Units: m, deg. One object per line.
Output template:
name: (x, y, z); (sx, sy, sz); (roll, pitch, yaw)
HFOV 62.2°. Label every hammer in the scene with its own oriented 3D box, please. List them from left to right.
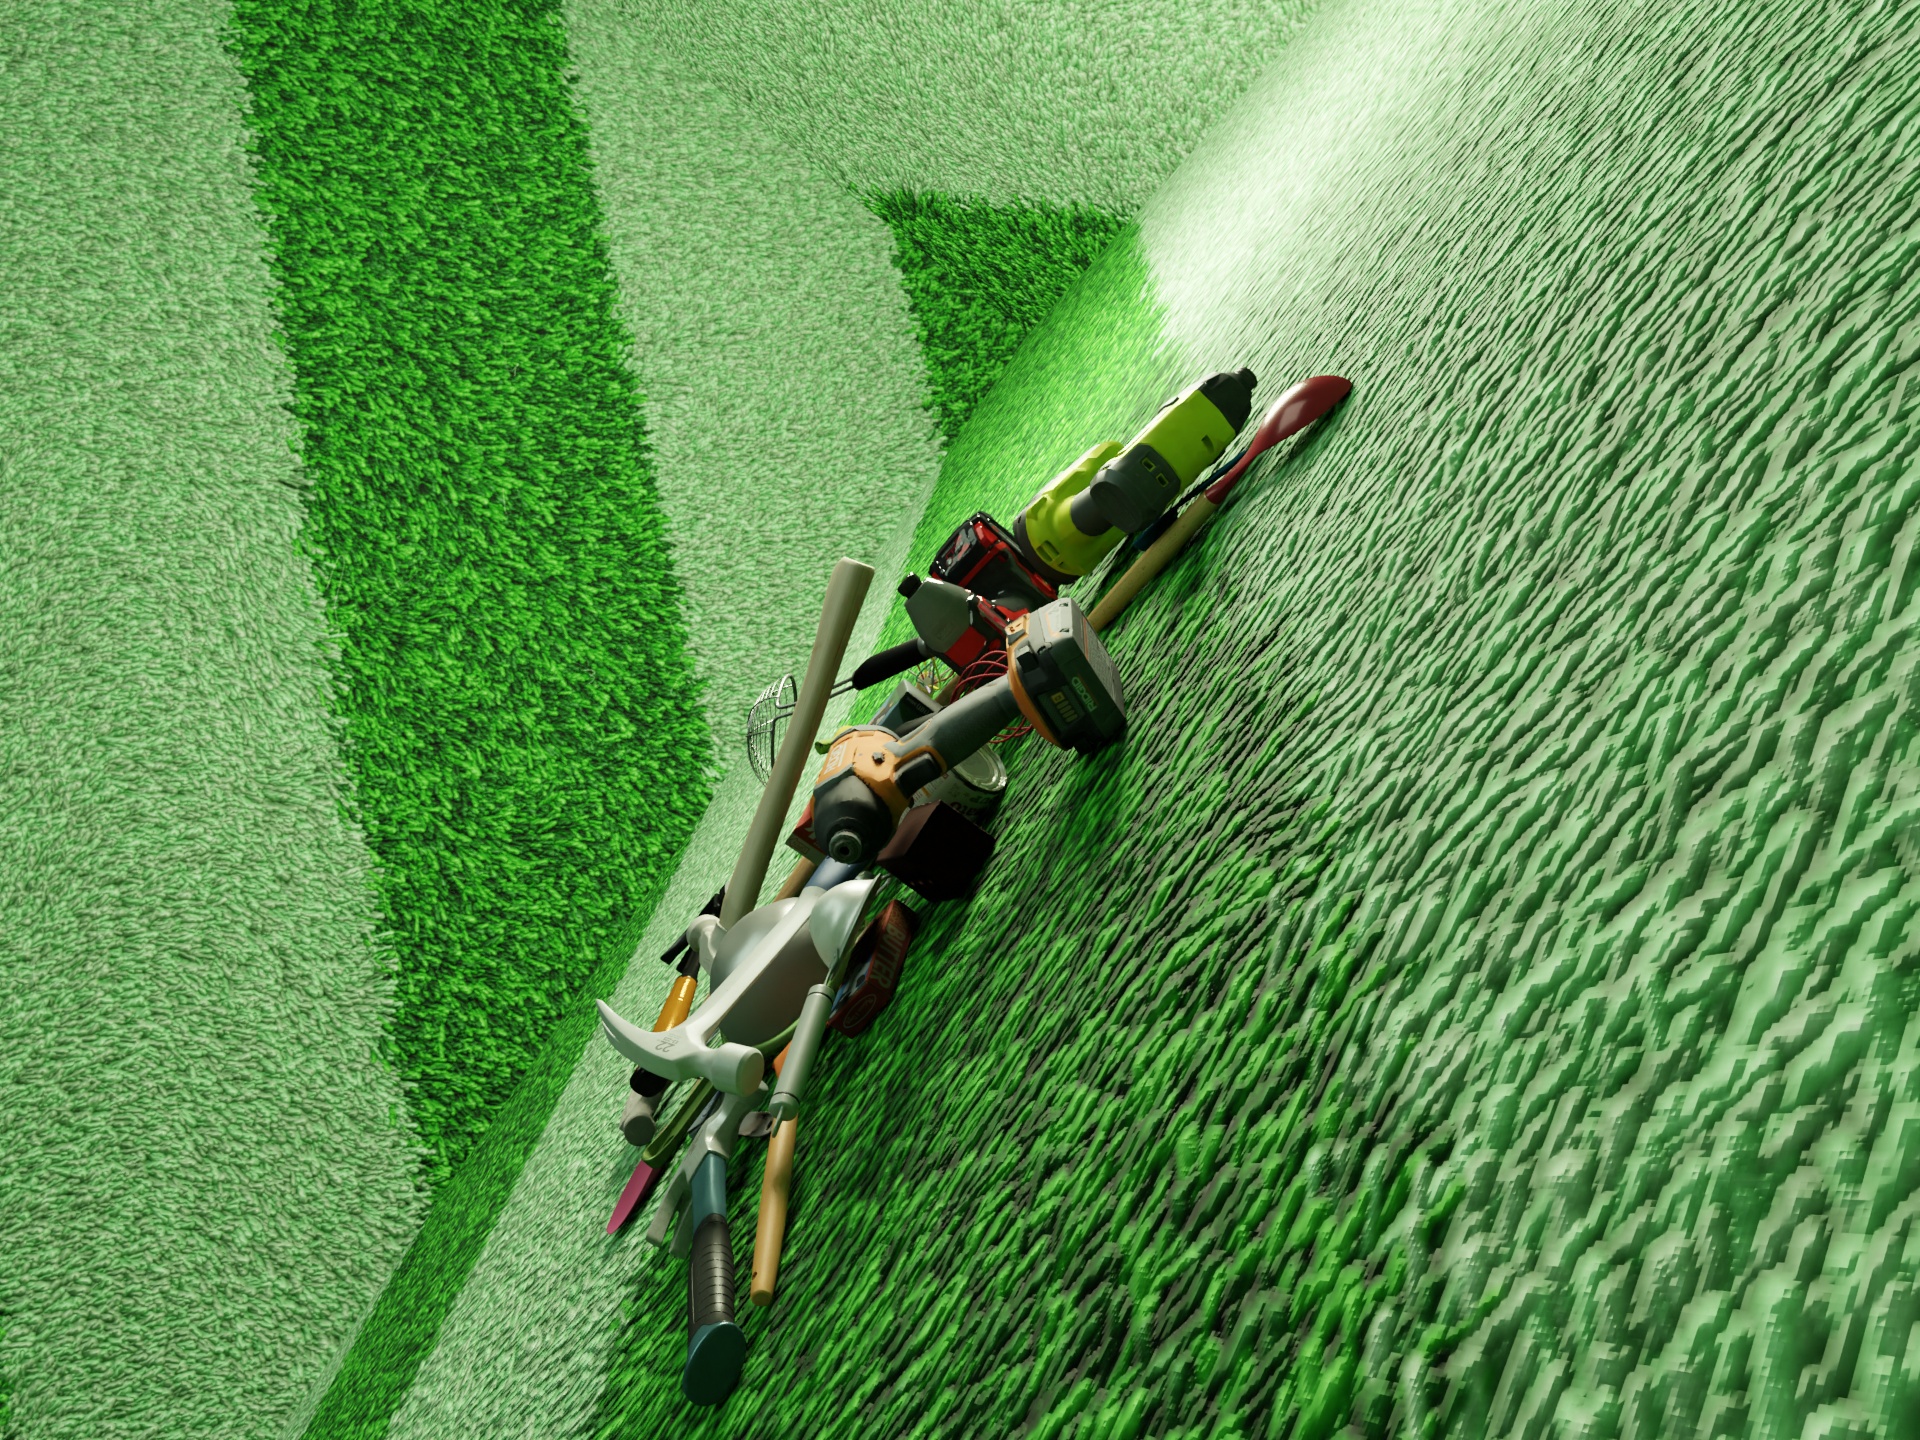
hammer: (-0.291, 0.285, 1.632); (0.127, 0.034, 0.337); (-49, 12, 16)
hammer: (-0.163, 0.339, 1.036); (0.128, 0.033, 0.331); (-59, 12, 1)
hammer: (-0.244, 0.279, 1.629); (0.331, 0.031, 0.130); (-55, 11, -11)
hammer: (-0.158, 0.048, 1.484); (0.146, 0.038, 0.410); (27, 98, 61)
hammer: (-0.124, 0.142, 1.259); (0.406, 0.144, 0.035); (-48, -42, -49)

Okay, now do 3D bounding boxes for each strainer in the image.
strainer: (-0.189, 0.237, 1.283); (0.256, 0.069, 0.151); (-54, 28, -20)
strainer: (-0.097, 0.187, 1.111); (0.259, 0.050, 0.086); (-73, 5, -53)

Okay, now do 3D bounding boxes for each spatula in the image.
spatula: (-0.110, 0.276, 1.066); (0.081, 0.041, 0.323); (-50, 15, 17)
spatula: (-0.025, -0.011, 1.635); (0.315, 0.018, 0.060); (-46, 8, 41)

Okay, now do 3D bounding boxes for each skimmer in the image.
skimmer: (-0.108, -0.017, 1.563); (0.363, 0.090, 0.127); (-22, 55, 50)

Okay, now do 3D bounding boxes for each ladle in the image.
ladle: (0.173, -0.149, 1.181); (0.315, 0.031, 0.069); (-47, 3, 41)

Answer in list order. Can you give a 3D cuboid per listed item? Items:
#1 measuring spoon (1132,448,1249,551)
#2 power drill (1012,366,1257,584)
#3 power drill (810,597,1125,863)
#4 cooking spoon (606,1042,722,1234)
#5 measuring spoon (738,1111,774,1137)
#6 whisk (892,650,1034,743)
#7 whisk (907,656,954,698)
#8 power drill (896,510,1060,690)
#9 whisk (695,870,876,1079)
measuring spoon: (0.181, -0.164, 1.215); (0.128, 0.021, 0.042); (-38, 6, 44)
power drill: (0.144, -0.201, 1.302); (0.171, 0.080, 0.223); (-45, 7, -22)
power drill: (-0.003, 0.017, 1.084); (0.226, 0.084, 0.164); (-30, 16, 13)
cooking spoon: (-0.225, 0.322, 1.440); (0.319, 0.017, 0.069); (-57, 13, -16)
measuring spoon: (-0.159, 0.310, 1.207); (0.124, 0.018, 0.034); (-23, 34, 58)
whisk: (-0.002, -0.004, 1.321); (0.073, 0.073, 0.296); (-58, 15, -22)
whisk: (-0.033, -0.047, 1.637); (0.051, 0.047, 0.245); (-50, -2, -8)
power drill: (0.016, -0.103, 1.409); (0.078, 0.143, 0.220); (-47, 10, 22)
whisk: (-0.155, 0.224, 1.386); (0.246, 0.059, 0.058); (-48, 47, 9)
